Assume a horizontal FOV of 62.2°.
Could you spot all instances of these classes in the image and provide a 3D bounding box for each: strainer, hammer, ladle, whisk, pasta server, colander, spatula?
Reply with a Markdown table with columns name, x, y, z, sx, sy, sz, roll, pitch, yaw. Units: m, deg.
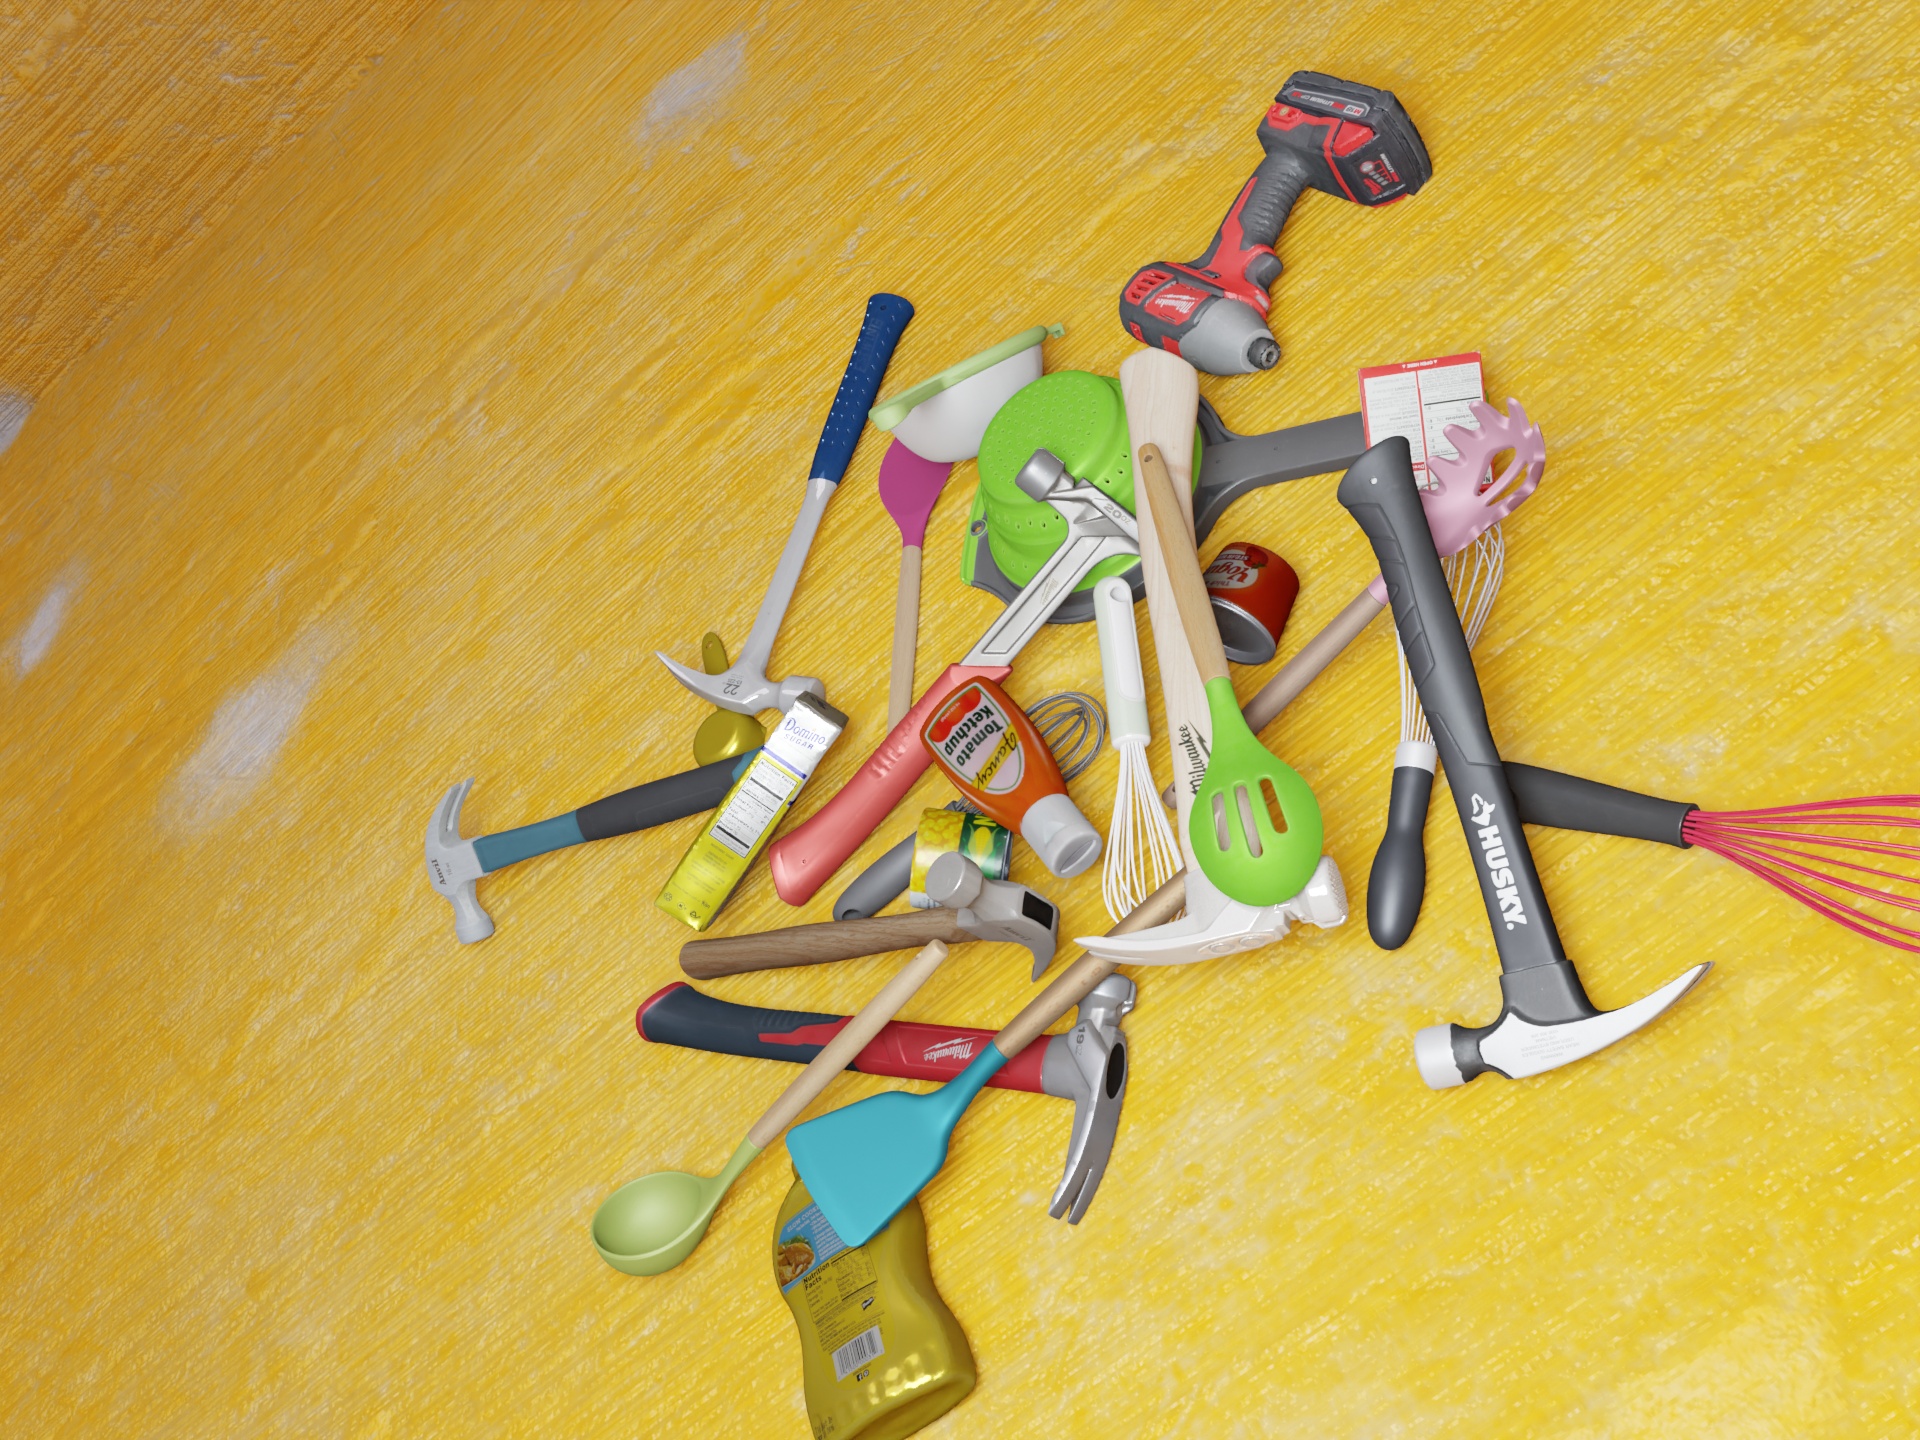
| name | x | y | z | sx | sy | sz | roll | pitch | yaw |
| --- | --- | --- | --- | --- | --- | --- | --- | --- | --- |
| strainer | -0.004 | -0.222 | 1.169 | 0.151 | 0.069 | 0.256 | -22 | 12 | 23 |
| hammer | 0.264 | 0.010 | 0.815 | 0.146 | 0.035 | 0.335 | -21 | 74 | 31 |
| ladle | -0.121 | 0.239 | 0.990 | 0.320 | 0.062 | 0.078 | -48 | 17 | 20 |
| hammer | -0.070 | 0.222 | 1.019 | 0.386 | 0.038 | 0.143 | -3 | 63 | 36 |
| whisk | 0.003 | 0.064 | 1.064 | 0.239 | 0.055 | 0.055 | -40 | 46 | 16 |
| whisk | 0.374 | 0.056 | 0.773 | 0.296 | 0.073 | 0.073 | 13 | 71 | 48 |
| hammer | -0.071 | 0.143 | 1.033 | 0.331 | 0.130 | 0.031 | -15 | 54 | 43 |
| hammer | 0.123 | -0.055 | 0.951 | 0.146 | 0.038 | 0.411 | -16 | 58 | 21 |
| pasta server | 0.215 | -0.054 | 0.912 | 0.316 | 0.040 | 0.060 | -49 | 52 | 29 |
| hammer | -0.283 | 0.080 | 1.247 | 0.331 | 0.033 | 0.128 | -17 | 98 | 21 |
| hammer | -0.002 | -0.003 | 1.084 | 0.359 | 0.149 | 0.037 | -49 | 5 | 14 |
| colander | 0.147 | -0.187 | 1.076 | 0.397 | 0.094 | 0.205 | -8 | 58 | 34 |
| spatula | 0.039 | 0.171 | 0.909 | 0.317 | 0.044 | 0.082 | -43 | 57 | 7 |
| whisk | 0.264 | -0.007 | 0.904 | 0.070 | 0.070 | 0.285 | 0 | 68 | 37 |
| hammer | -0.123 | -0.187 | 1.308 | 0.144 | 0.035 | 0.406 | 8 | 64 | 21 |
| whisk | 0.106 | 0.021 | 0.980 | 0.059 | 0.057 | 0.247 | 130 | 139 | -59 |

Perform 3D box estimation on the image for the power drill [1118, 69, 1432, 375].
| name | x | y | z | sx | sy | sz | roll | pitch | yaw |
| --- | --- | --- | --- | --- | --- | --- | --- | --- | --- |
| power drill | 0.225 | -0.344 | 1.135 | 0.219 | 0.078 | 0.143 | -51 | 45 | 3 |

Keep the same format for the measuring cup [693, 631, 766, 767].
| name | x | y | z | sx | sy | sz | roll | pitch | yaw |
| --- | --- | --- | --- | --- | --- | --- | --- | --- | --- |
| measuring cup | -0.197 | -0.019 | 1.275 | 0.062 | 0.029 | 0.157 | -33 | 50 | 16 |

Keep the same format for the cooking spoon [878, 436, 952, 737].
| name | x | y | z | sx | sy | sz | roll | pitch | yaw |
| --- | --- | --- | --- | --- | --- | --- | --- | --- | --- |
| cooking spoon | -0.039 | -0.109 | 1.222 | 0.069 | 0.017 | 0.319 | -12 | 55 | 23 |

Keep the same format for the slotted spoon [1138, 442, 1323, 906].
| name | x | y | z | sx | sy | sz | roll | pitch | yaw |
| --- | --- | --- | --- | --- | --- | --- | --- | --- | --- |
| slotted spoon | 0.137 | -0.040 | 0.897 | 0.070 | 0.031 | 0.314 | -21 | 54 | 16 |
